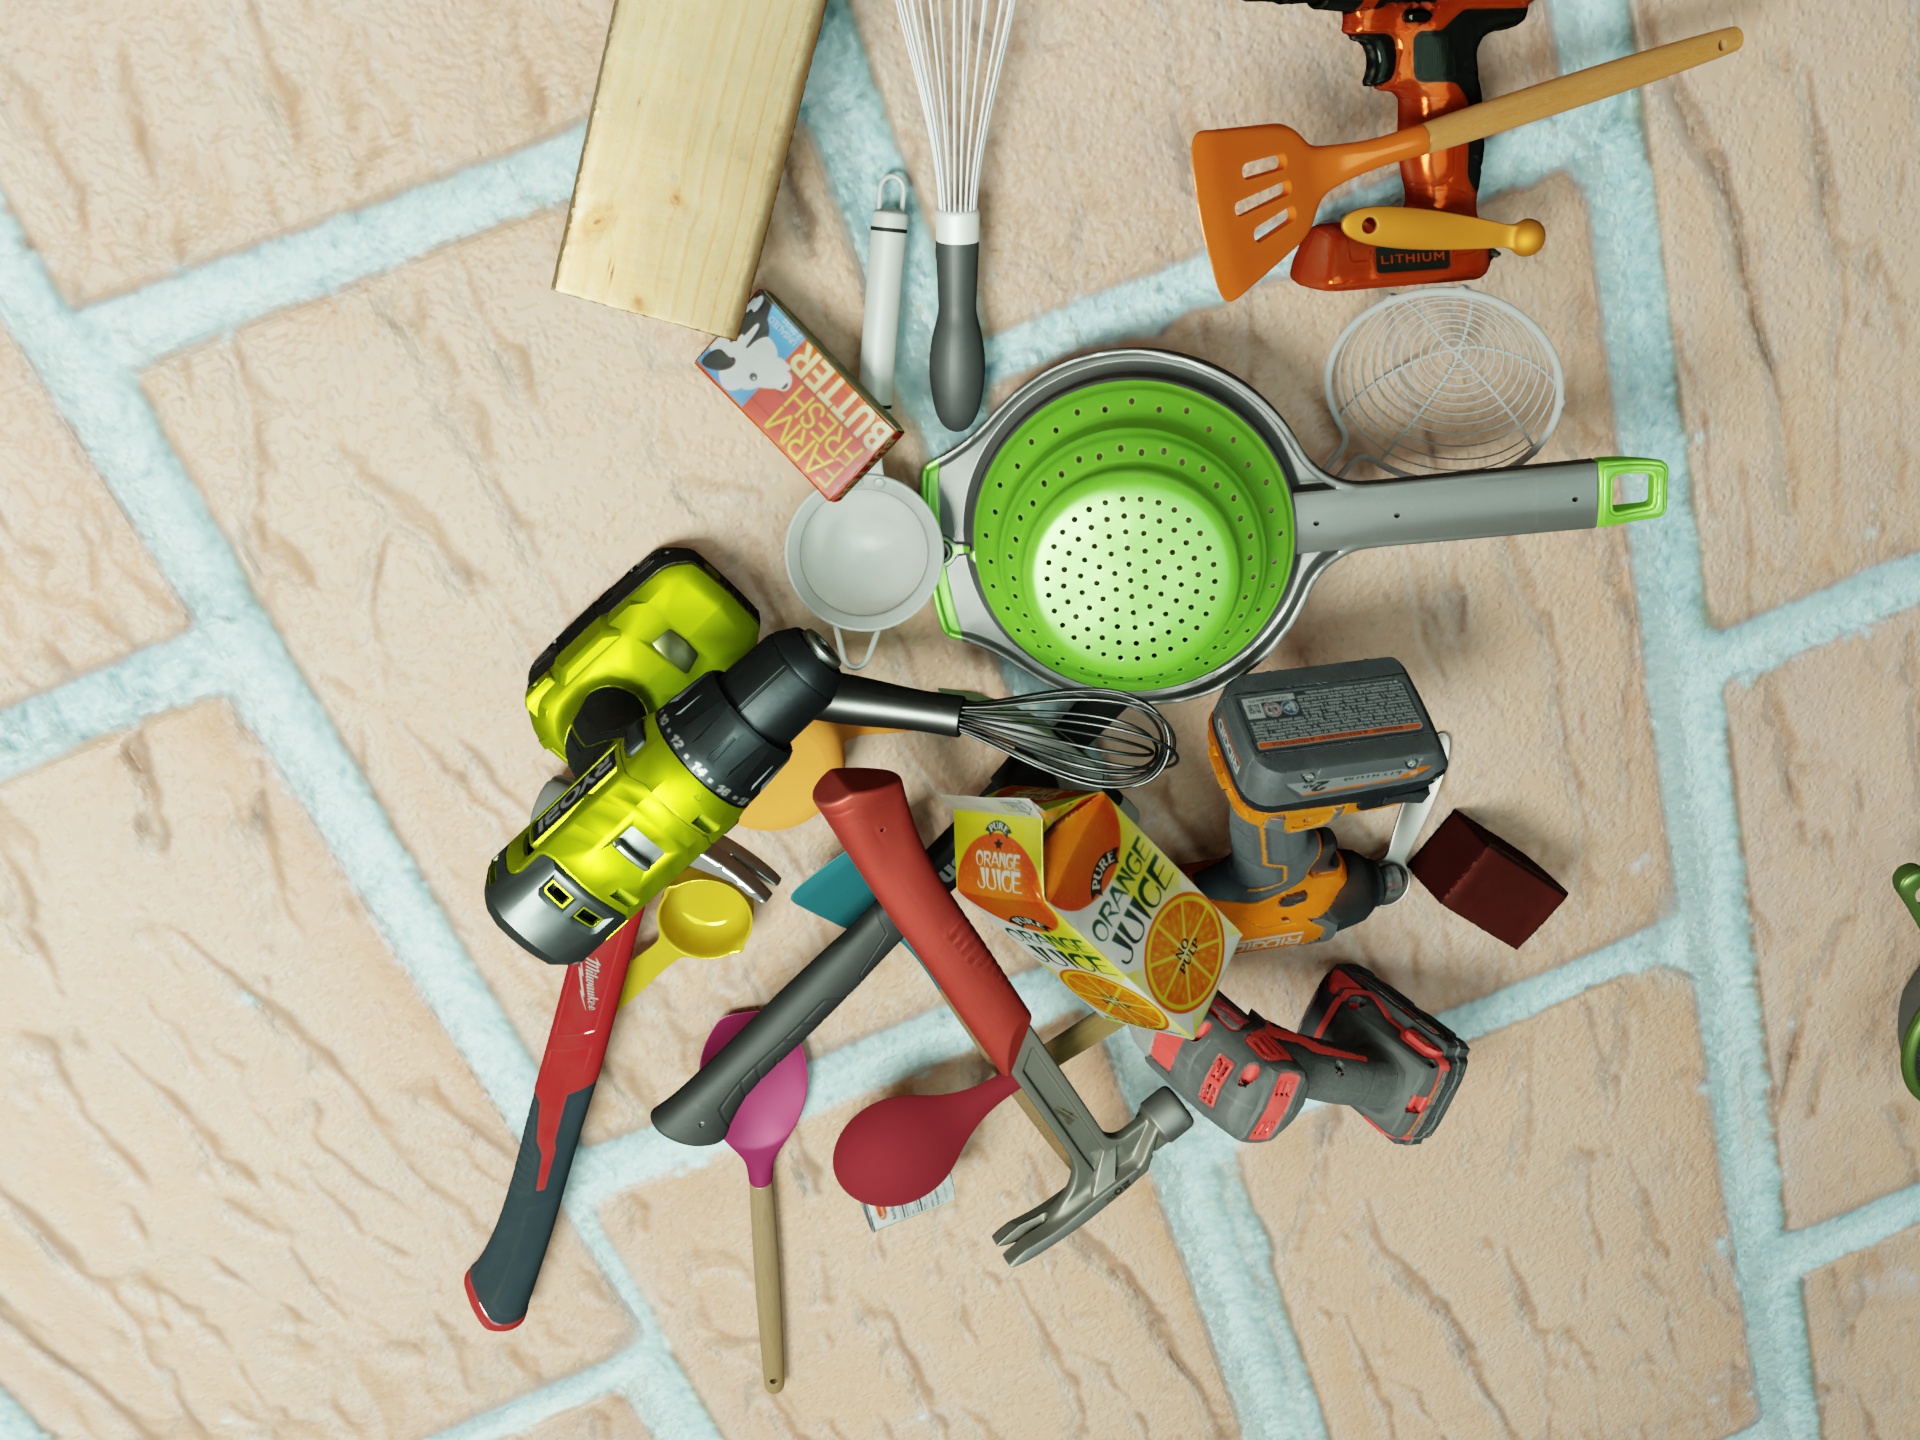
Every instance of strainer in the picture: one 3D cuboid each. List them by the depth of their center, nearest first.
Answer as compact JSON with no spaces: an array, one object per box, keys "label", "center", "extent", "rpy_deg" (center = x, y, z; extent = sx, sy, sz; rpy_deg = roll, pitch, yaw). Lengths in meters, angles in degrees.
[{"label":"strainer","center":[-0.046,-0.157,0.852],"extent":[0.087,0.050,0.258],"rpy_deg":[4,107,-5]},{"label":"strainer","center":[0.717,0.178,1.158],"extent":[0.151,0.069,0.256],"rpy_deg":[-38,115,8]}]

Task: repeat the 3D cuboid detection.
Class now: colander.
[{"label":"colander","center":[0.171,-0.095,0.833],"extent":[0.397,0.094,0.204],"rpy_deg":[-4,111,9]}]

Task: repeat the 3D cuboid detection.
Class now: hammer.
[{"label":"hammer","center":[0.008,0.171,0.931],"extent":[0.149,0.037,0.358],"rpy_deg":[-36,120,-7]},{"label":"hammer","center":[-0.057,0.125,0.932],"extent":[0.335,0.035,0.146],"rpy_deg":[-45,120,4]},{"label":"hammer","center":[-0.225,0.225,0.963],"extent":[0.143,0.038,0.386],"rpy_deg":[21,112,4]}]

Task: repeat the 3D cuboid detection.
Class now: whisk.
[{"label":"whisk","center":[-0.001,-0.282,0.800],"extent":[0.070,0.070,0.284],"rpy_deg":[-6,120,-10]},{"label":"whisk","center":[-0.002,-0.002,0.848],"extent":[0.239,0.055,0.055],"rpy_deg":[9,114,10]}]

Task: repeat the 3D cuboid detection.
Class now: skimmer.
[{"label":"skimmer","center":[0.175,-0.091,0.901],"extent":[0.127,0.090,0.363],"rpy_deg":[41,101,-16]}]

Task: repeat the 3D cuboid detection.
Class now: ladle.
[{"label":"ladle","center":[0.061,0.213,1.016],"extent":[0.315,0.031,0.069],"rpy_deg":[-29,99,-14]}]

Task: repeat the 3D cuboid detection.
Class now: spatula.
[{"label":"spatula","center":[0.257,-0.296,0.794],"extent":[0.322,0.041,0.081],"rpy_deg":[-20,114,-9]},{"label":"spatula","center":[0.006,0.190,1.012],"extent":[0.082,0.044,0.317],"rpy_deg":[-35,114,-2]}]

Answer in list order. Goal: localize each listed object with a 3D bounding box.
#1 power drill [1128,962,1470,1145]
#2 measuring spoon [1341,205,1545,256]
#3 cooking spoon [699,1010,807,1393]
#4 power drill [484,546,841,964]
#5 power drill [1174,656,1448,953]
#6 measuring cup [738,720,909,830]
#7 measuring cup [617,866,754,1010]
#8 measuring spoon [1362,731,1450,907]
[{"label":"power drill","center":[0.202,0.202,0.997],"extent":[0.219,0.143,0.078],"rpy_deg":[12,107,-39]},{"label":"measuring spoon","center":[0.252,-0.253,0.825],"extent":[0.117,0.011,0.021],"rpy_deg":[0,112,-13]},{"label":"cooking spoon","center":[-0.132,0.327,1.061],"extent":[0.068,0.017,0.318],"rpy_deg":[-5,114,-10]},{"label":"power drill","center":[-0.146,-0.003,0.791],"extent":[0.190,0.229,0.080],"rpy_deg":[-42,116,8]},{"label":"power drill","center":[0.210,0.063,0.950],"extent":[0.164,0.084,0.226],"rpy_deg":[-7,143,-10]},{"label":"measuring cup","center":[-0.068,0.013,0.914],"extent":[0.173,0.052,0.095],"rpy_deg":[-9,115,-7]},{"label":"measuring cup","center":[-0.188,0.141,0.967],"extent":[0.156,0.029,0.062],"rpy_deg":[-38,112,19]},{"label":"measuring spoon","center":[0.293,0.064,1.044],"extent":[0.034,0.018,0.124],"rpy_deg":[16,103,-11]}]
